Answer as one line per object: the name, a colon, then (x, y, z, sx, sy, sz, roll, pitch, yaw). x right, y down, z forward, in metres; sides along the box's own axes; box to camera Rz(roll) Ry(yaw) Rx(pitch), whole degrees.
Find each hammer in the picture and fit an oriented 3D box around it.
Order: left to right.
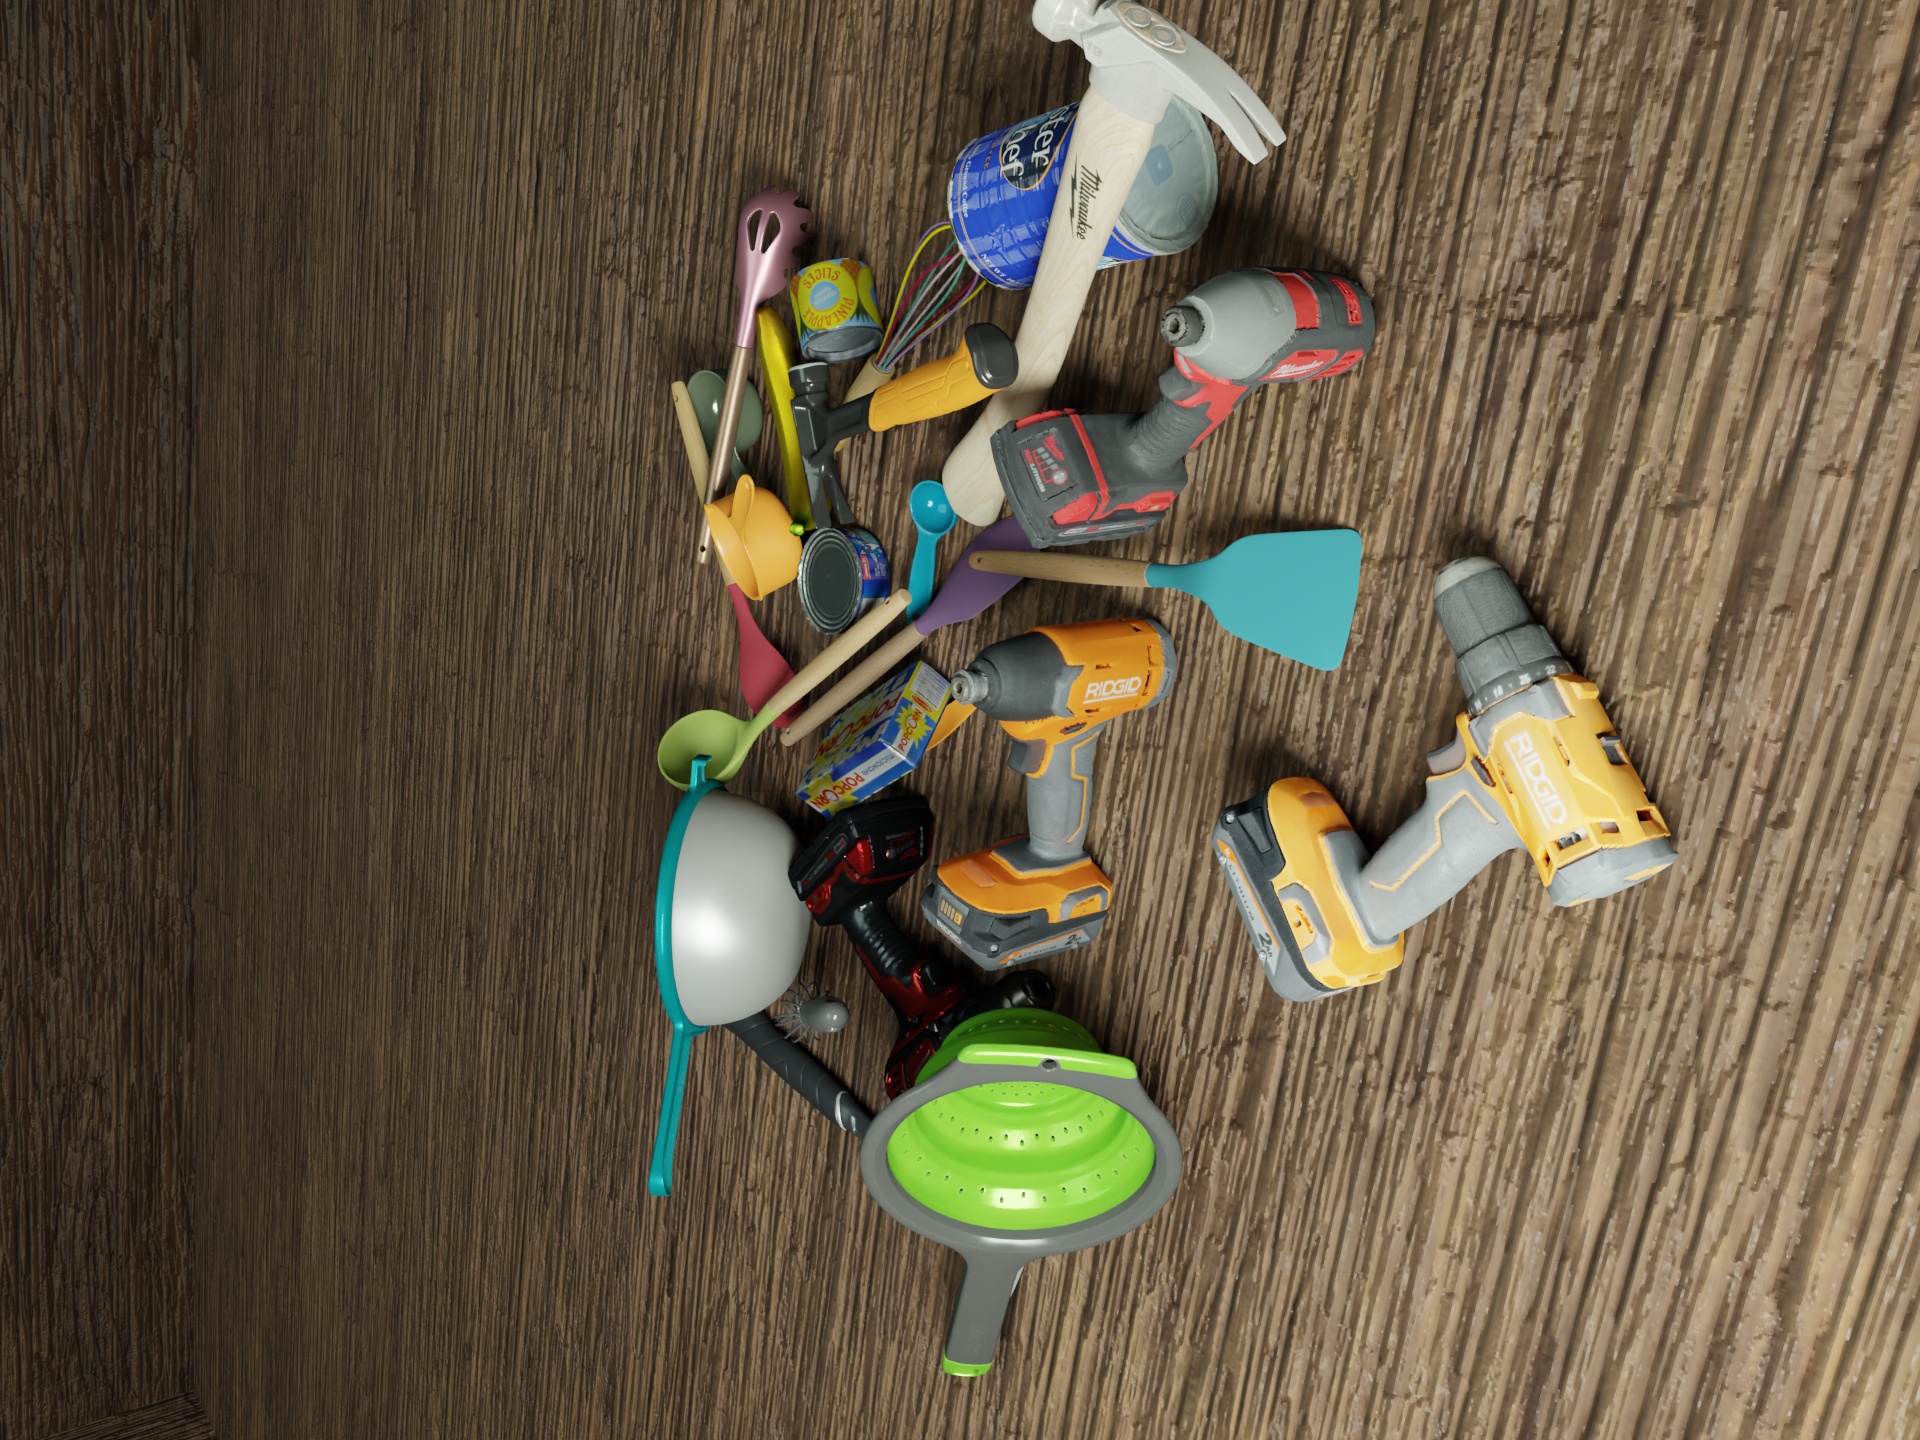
hammer: (-0.083, 0.337, 1.314, 0.409, 0.036, 0.149, 29, 116, 46)
hammer: (-0.045, -0.212, 1.108, 0.337, 0.034, 0.127, 3, 104, 65)
hammer: (0.063, -0.244, 0.976, 0.146, 0.038, 0.410, 41, 150, 10)

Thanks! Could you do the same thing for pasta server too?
pasta server: (-0.184, -0.285, 1.326, 0.060, 0.040, 0.316, 16, 105, 9)

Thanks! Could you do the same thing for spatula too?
spatula: (-0.046, -0.060, 1.217, 0.316, 0.018, 0.060, -38, 52, 38)
spatula: (0.114, -0.092, 1.025, 0.318, 0.044, 0.082, 13, 95, 51)

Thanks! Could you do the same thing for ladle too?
ladle: (-0.200, -0.143, 1.373, 0.069, 0.031, 0.315, -19, 86, 44)
ladle: (-0.147, -0.027, 1.290, 0.320, 0.062, 0.078, -36, 42, 42)

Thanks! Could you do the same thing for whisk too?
whisk: (-0.113, 0.233, 1.260, 0.239, 0.055, 0.055, 141, 119, -74)
whisk: (-0.046, -0.281, 1.201, 0.245, 0.047, 0.051, -46, 48, 47)

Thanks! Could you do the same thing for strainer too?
strainer: (-0.178, 0.209, 1.273, 0.210, 0.095, 0.341, 77, -164, -59)

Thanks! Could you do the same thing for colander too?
colander: (0.028, 0.316, 1.089, 0.095, 0.204, 0.396, -88, 6, -50)

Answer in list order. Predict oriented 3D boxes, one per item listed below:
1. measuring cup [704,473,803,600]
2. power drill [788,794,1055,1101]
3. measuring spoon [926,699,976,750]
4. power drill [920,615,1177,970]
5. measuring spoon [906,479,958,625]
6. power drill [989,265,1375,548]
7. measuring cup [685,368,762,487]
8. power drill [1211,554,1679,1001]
measuring cup: (-0.158, -0.163, 1.276, 0.095, 0.052, 0.173, 58, 159, 10)
power drill: (-0.026, 0.169, 1.196, 0.188, 0.080, 0.227, -47, 62, 43)
measuring spoon: (-0.002, -0.004, 1.200, 0.117, 0.011, 0.021, -39, 63, 49)
power drill: (0.045, 0.044, 1.029, 0.084, 0.164, 0.226, 35, 122, 42)
measuring spoon: (-0.022, -0.124, 1.208, 0.042, 0.021, 0.128, 26, 124, 26)
power drill: (0.121, -0.186, 0.929, 0.219, 0.143, 0.078, -34, 73, 49)
measuring cup: (-0.183, -0.229, 1.378, 0.083, 0.038, 0.168, -36, 79, 47)
power drill: (0.243, 0.036, 0.856, 0.226, 0.084, 0.185, -37, 66, 41)
